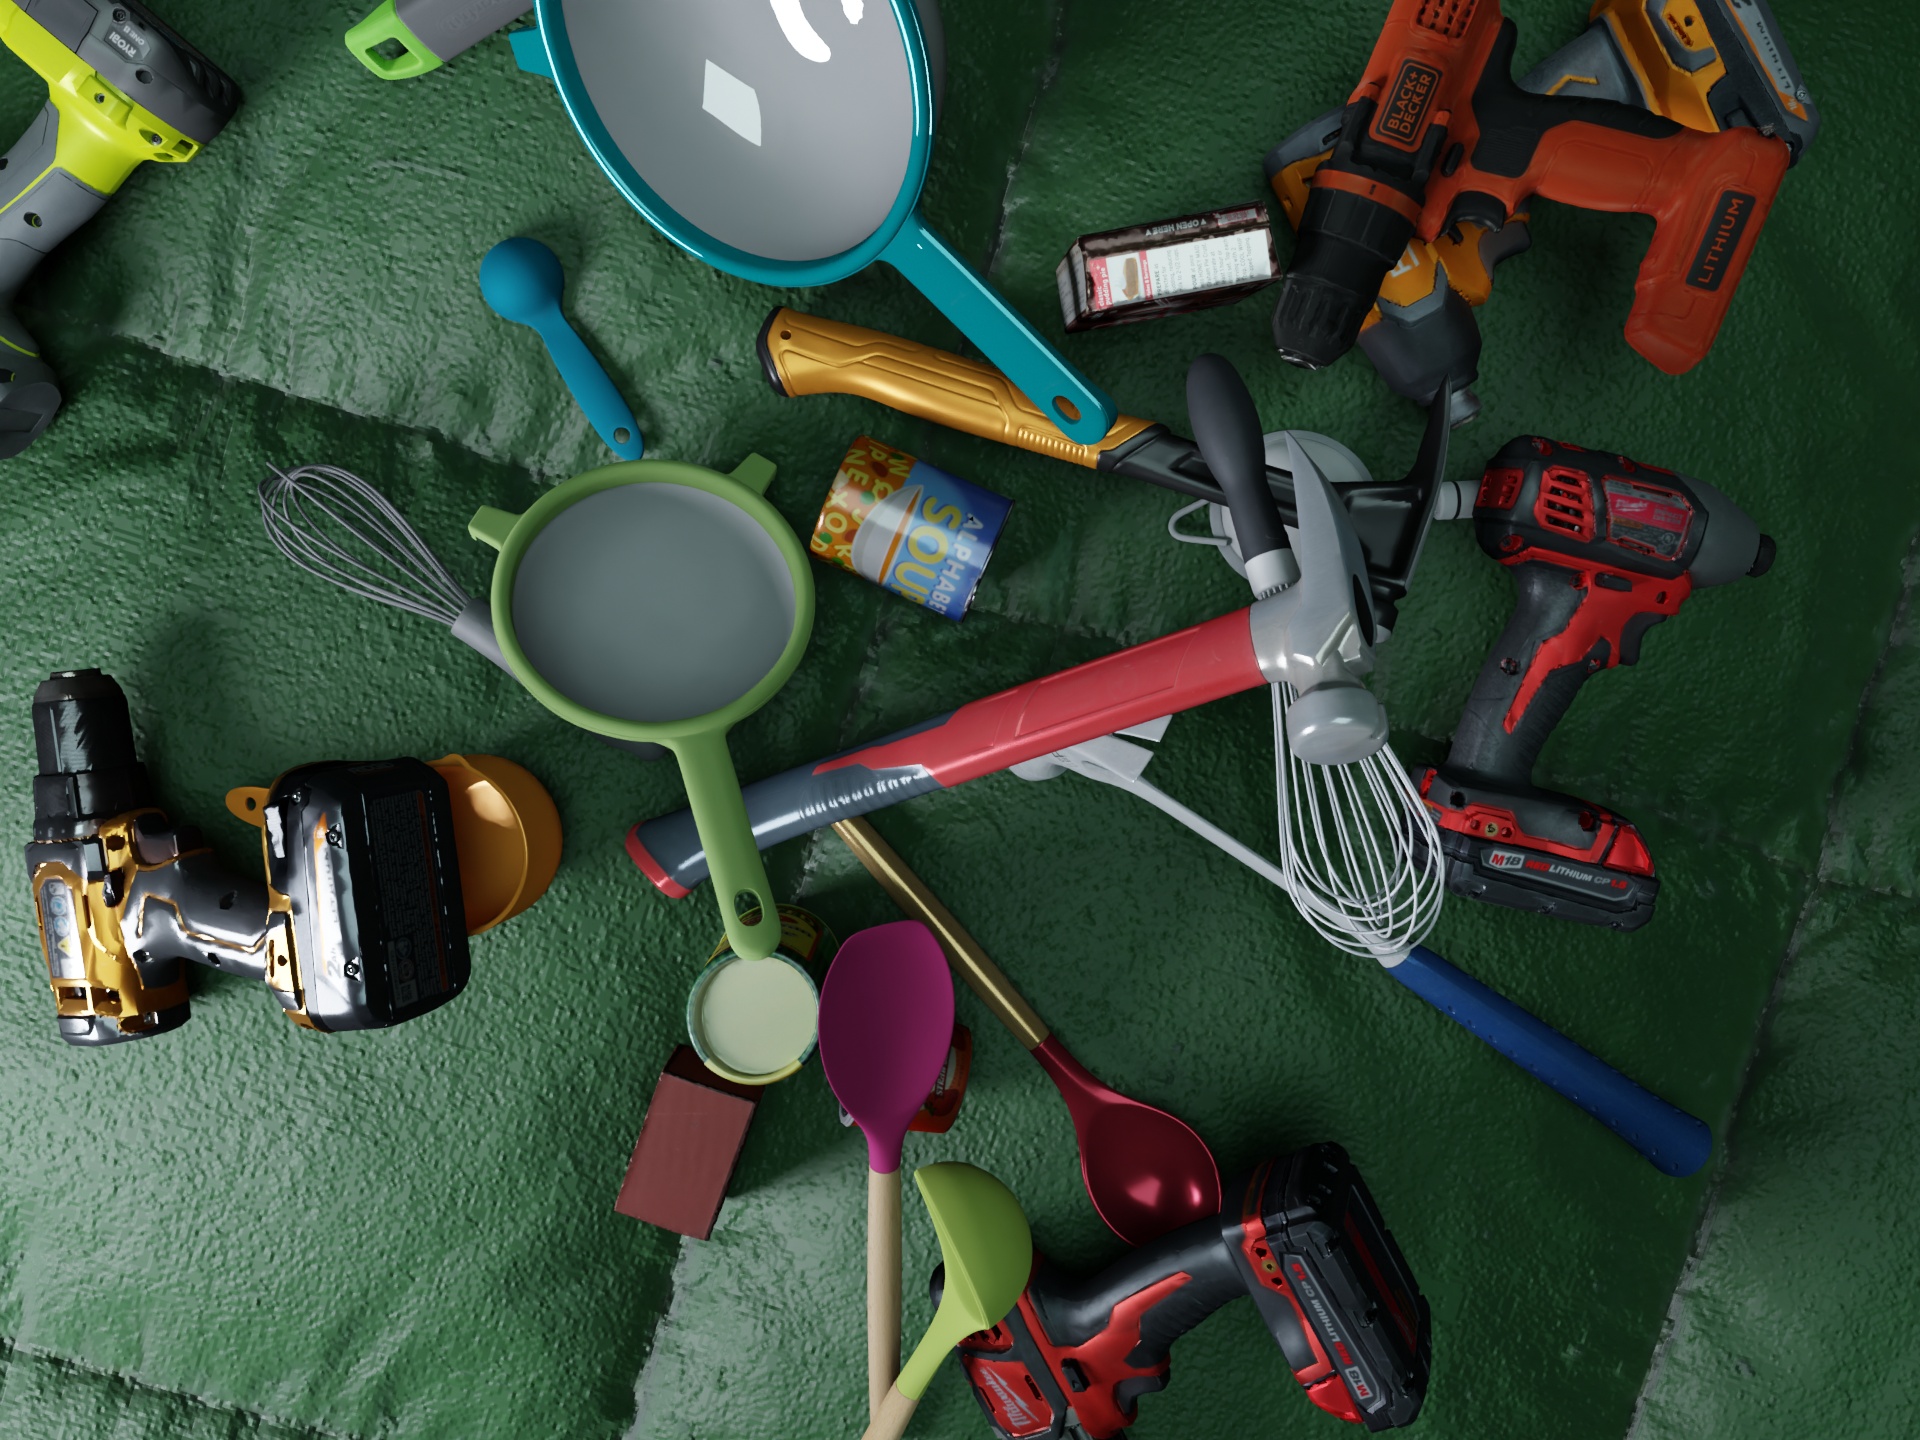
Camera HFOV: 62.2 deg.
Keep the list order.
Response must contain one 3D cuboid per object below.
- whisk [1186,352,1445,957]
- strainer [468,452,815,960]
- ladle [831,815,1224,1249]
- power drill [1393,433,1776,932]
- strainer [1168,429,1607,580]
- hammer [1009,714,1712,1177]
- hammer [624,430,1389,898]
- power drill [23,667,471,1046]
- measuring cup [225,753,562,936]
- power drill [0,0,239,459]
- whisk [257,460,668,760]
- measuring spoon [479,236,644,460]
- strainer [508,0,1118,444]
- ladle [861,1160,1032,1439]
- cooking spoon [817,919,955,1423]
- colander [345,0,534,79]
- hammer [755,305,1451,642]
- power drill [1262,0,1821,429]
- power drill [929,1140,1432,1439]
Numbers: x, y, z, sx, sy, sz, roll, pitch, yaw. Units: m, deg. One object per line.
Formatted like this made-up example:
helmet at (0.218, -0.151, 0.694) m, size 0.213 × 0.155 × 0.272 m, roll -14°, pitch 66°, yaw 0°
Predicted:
whisk at (0.149, -0.035, 0.703) m, size 0.070 × 0.070 × 0.285 m, roll -14°, pitch 76°, yaw 0°
strainer at (-0.131, -0.001, 0.760) m, size 0.151 × 0.069 × 0.256 m, roll -14°, pitch 70°, yaw -15°
ladle at (0.023, 0.147, 0.820) m, size 0.069 × 0.031 × 0.315 m, roll -40°, pitch 91°, yaw 11°
power drill at (0.304, -0.018, 0.774) m, size 0.143 × 0.078 × 0.219 m, roll 12°, pitch 98°, yaw -7°
strainer at (0.236, -0.112, 0.800) m, size 0.258 × 0.050 × 0.087 m, roll -4°, pitch 79°, yaw -4°
hammer at (0.207, 0.110, 0.781) m, size 0.405 × 0.144 × 0.035 m, roll 33°, pitch 79°, yaw -9°
hammer at (-0.001, -0.002, 0.725) m, size 0.386 × 0.038 × 0.143 m, roll -19°, pitch 57°, yaw 29°
power drill at (-0.353, 0.061, 0.759) m, size 0.226 × 0.084 × 0.185 m, roll -4°, pitch 94°, yaw 23°
measuring cup at (-0.282, 0.053, 0.802) m, size 0.173 × 0.052 × 0.095 m, roll 11°, pitch 98°, yaw 15°
power drill at (-0.481, -0.266, 0.762) m, size 0.190 × 0.080 × 0.228 m, roll 40°, pitch 95°, yaw -3°
whisk at (-0.246, -0.053, 0.793) m, size 0.239 × 0.055 × 0.055 m, roll 36°, pitch 93°, yaw -7°
measuring spoon at (-0.198, -0.186, 0.796) m, size 0.042 × 0.021 × 0.128 m, roll -33°, pitch 92°, yaw 2°
strainer at (-0.038, -0.270, 0.731) m, size 0.340 × 0.211 × 0.095 m, roll 44°, pitch 52°, yaw -8°
ladle at (-0.046, 0.348, 0.783) m, size 0.062 × 0.078 × 0.320 m, roll 11°, pitch 115°, yaw -31°
cooking spoon at (-0.038, 0.239, 0.781) m, size 0.068 × 0.017 × 0.318 m, roll -9°, pitch 114°, yaw -24°
colander at (-0.127, -0.427, 0.741) m, size 0.397 × 0.204 × 0.095 m, roll -22°, pitch 63°, yaw 17°
hammer at (0.063, -0.147, 0.769) m, size 0.337 × 0.034 × 0.127 m, roll 18°, pitch 85°, yaw 8°
power drill at (0.283, -0.255, 0.771) m, size 0.226 × 0.084 × 0.164 m, roll -27°, pitch 94°, yaw 5°
power drill at (0.114, 0.320, 0.782) m, size 0.226 × 0.080 × 0.188 m, roll -26°, pitch 94°, yaw 24°
